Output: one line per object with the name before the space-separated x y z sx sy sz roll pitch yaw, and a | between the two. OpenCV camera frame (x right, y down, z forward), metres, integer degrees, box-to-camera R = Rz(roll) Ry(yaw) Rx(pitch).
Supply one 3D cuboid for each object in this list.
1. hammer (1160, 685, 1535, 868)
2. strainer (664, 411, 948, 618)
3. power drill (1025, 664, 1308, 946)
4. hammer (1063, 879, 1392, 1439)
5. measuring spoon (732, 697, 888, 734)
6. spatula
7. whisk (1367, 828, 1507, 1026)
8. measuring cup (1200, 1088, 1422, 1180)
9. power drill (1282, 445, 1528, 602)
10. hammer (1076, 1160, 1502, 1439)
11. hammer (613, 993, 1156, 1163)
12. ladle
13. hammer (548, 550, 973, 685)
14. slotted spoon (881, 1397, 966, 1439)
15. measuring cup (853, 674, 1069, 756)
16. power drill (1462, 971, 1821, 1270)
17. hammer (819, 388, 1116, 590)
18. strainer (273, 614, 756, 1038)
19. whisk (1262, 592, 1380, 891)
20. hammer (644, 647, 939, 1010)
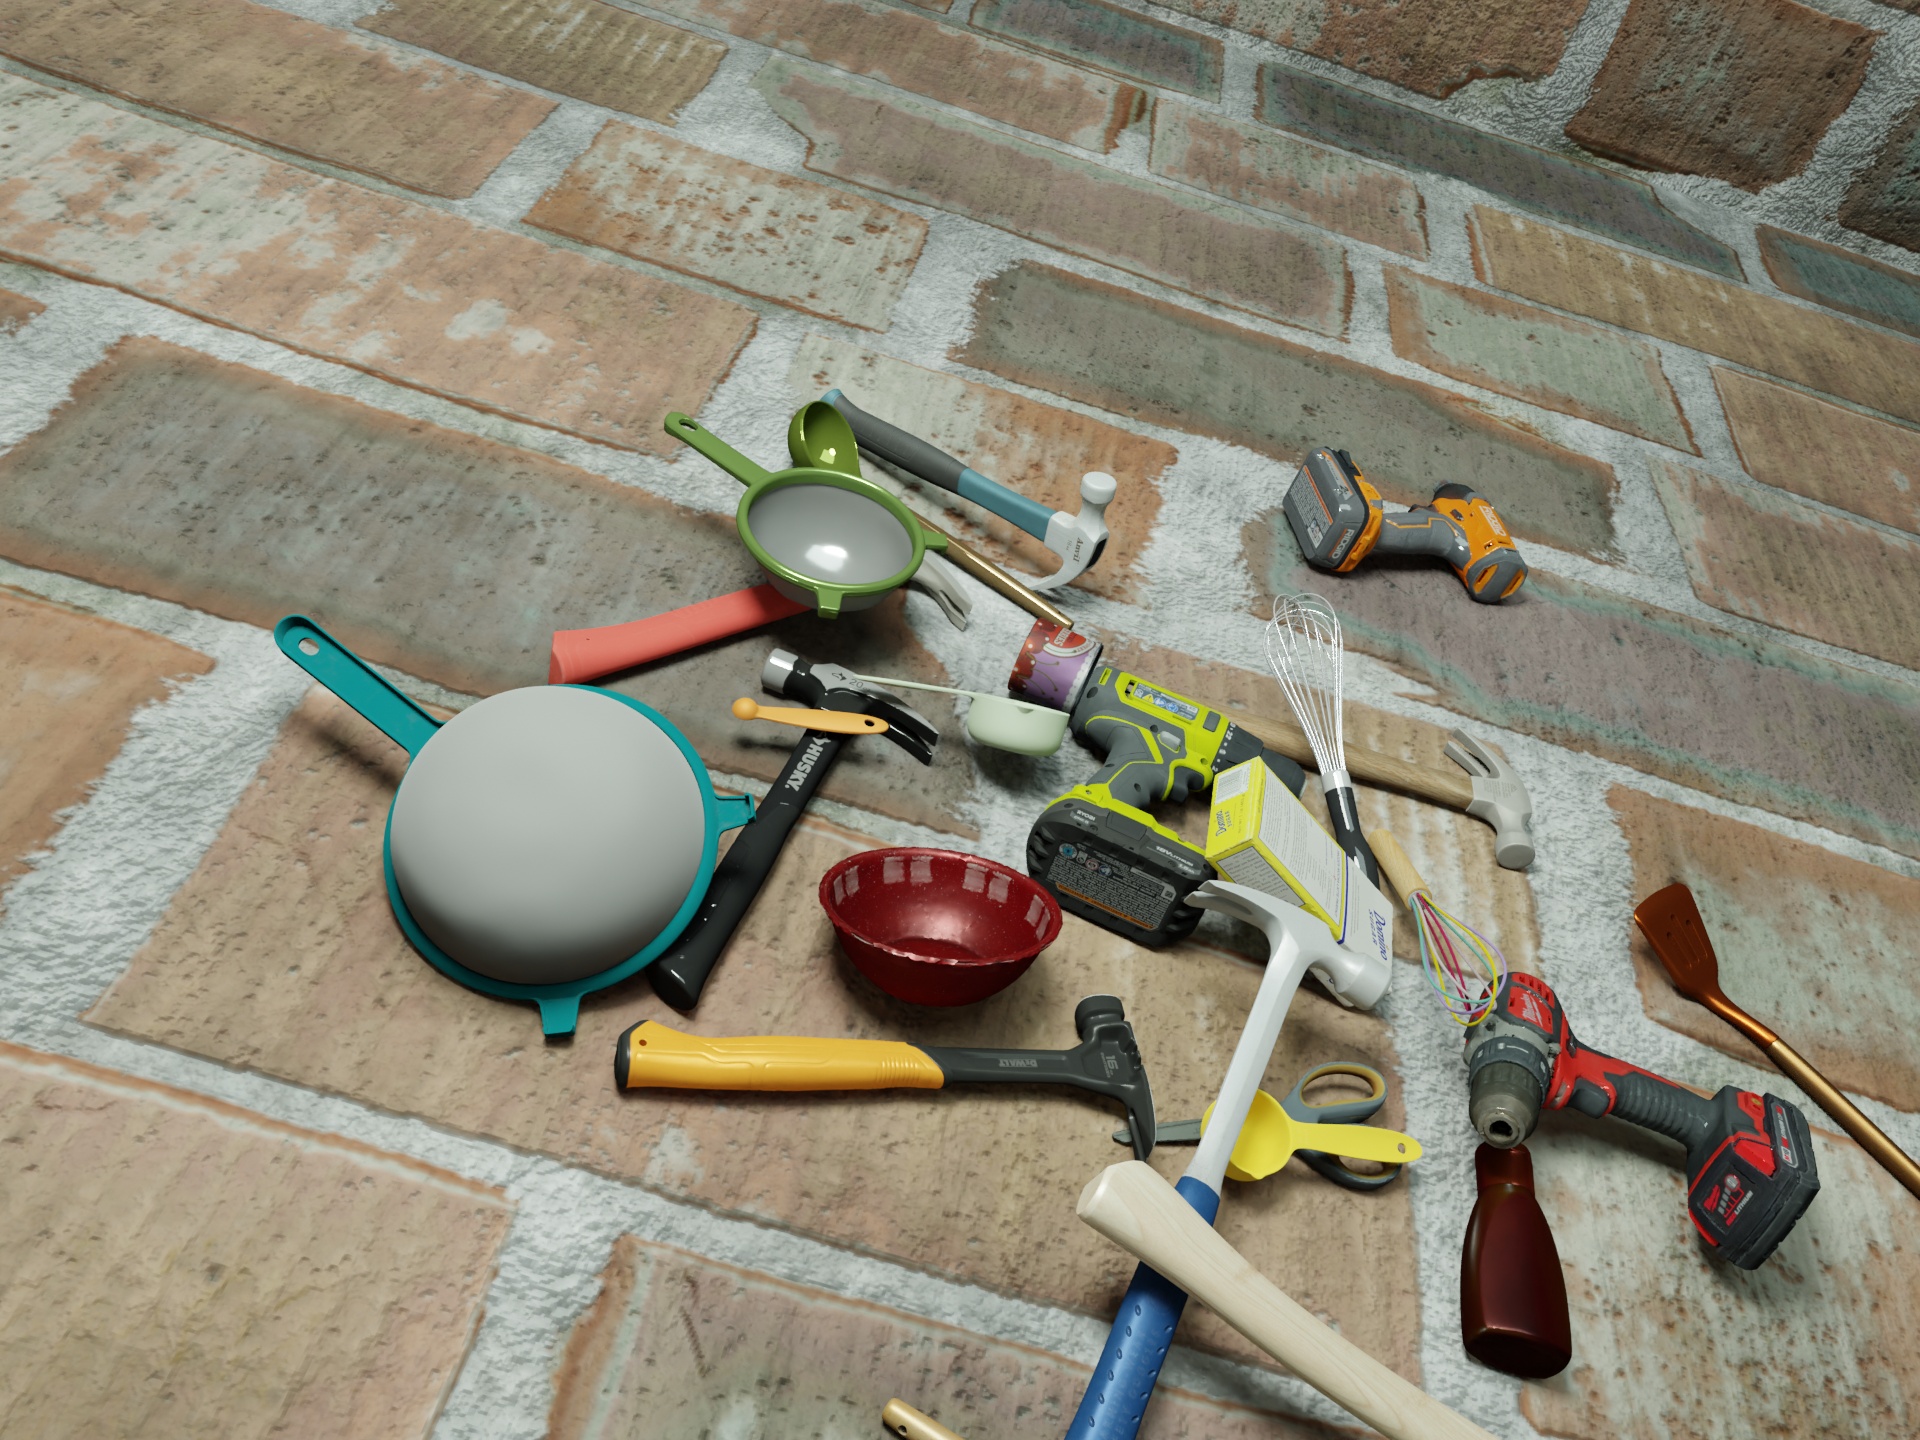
hammer | 0.321 0.029 1.341 0.331 0.031 0.130 16 42 -4
strainer | -0.148 -0.160 1.282 0.256 0.069 0.151 36 45 19
power drill | 0.158 0.062 1.210 0.190 0.080 0.229 24 39 7
hammer | 0.142 0.268 0.953 0.144 0.035 0.406 33 53 -2
measuring spoon | -0.110 -0.004 1.173 0.117 0.011 0.021 7 43 -12
spatula | 0.643 0.260 1.210 0.081 0.041 0.323 -17 54 -36
whisk | 0.343 0.147 1.176 0.051 0.047 0.245 -9 24 0
measuring cup | 0.226 0.274 1.028 0.156 0.029 0.062 11 56 -18
power drill | 0.447 -0.206 1.609 0.226 0.084 0.164 9 42 -18
hammer | 0.236 0.383 0.869 0.410 0.038 0.146 35 43 1
hammer | -0.043 0.221 0.989 0.336 0.034 0.127 5 38 -15
ladle | -0.026 -0.180 1.416 0.320 0.062 0.078 36 33 14
hammer | -0.162 -0.084 1.274 0.359 0.036 0.149 -22 56 -38
slotted spoon | 0.094 0.435 0.806 0.314 0.070 0.031 27 22 17
measuring cup | -0.002 -0.004 1.208 0.167 0.038 0.083 11 3 -4
power drill | 0.445 0.270 1.069 0.227 0.080 0.188 28 25 13
hammer | -0.007 -0.223 1.438 0.331 0.128 0.033 32 41 27
strainer | -0.308 0.022 0.988 0.340 0.095 0.211 36 70 10
whisk | 0.295 0.021 1.282 0.070 0.070 0.285 2 62 -19
hammer | -0.127 0.074 1.117 0.146 0.035 0.335 22 41 4
